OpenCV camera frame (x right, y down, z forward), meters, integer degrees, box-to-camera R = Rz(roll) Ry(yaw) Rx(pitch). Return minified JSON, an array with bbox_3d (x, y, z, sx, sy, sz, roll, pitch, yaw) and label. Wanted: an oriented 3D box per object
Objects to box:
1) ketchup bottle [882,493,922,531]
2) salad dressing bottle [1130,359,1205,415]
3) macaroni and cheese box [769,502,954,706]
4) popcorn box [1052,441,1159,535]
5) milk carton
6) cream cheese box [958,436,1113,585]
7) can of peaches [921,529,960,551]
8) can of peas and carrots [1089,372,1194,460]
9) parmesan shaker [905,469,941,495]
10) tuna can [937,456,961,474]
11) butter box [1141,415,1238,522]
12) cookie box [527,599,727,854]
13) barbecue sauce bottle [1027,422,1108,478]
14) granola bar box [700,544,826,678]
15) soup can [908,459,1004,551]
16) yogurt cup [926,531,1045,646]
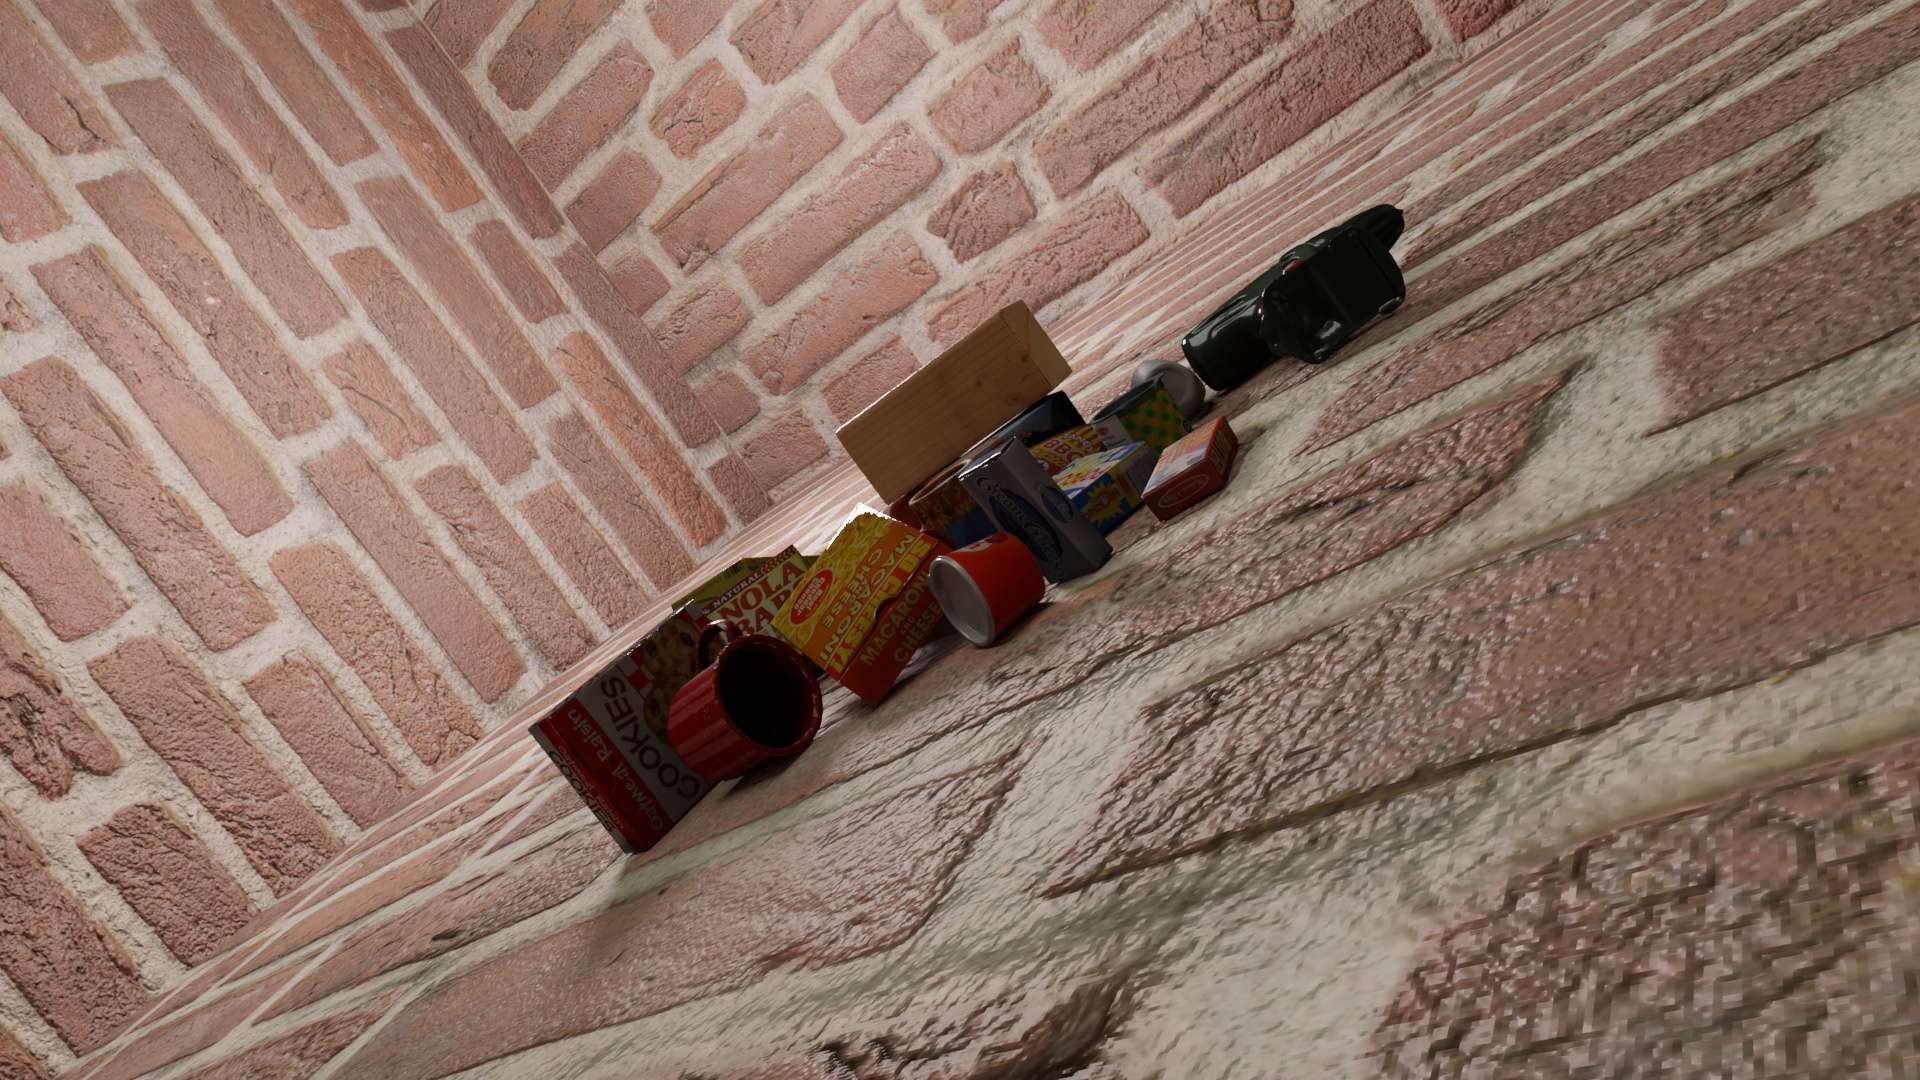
[{"bbox_3d":[-0.062,-0.006,1.449,0.043,0.064,0.148,-24,-3,-15],"label":"ketchup bottle"},{"bbox_3d":[0.182,-0.135,1.227,0.148,0.064,0.044,-43,-25,-81],"label":"salad dressing bottle"},{"bbox_3d":[-0.071,0.043,1.041,0.124,0.040,0.166,-54,26,-6],"label":"macaroni and cheese box"},{"bbox_3d":[0.093,-0.031,1.059,0.085,0.038,0.126,-38,9,-18],"label":"popcorn box"},{"bbox_3d":[0.034,-0.056,1.303,0.191,0.073,0.072,-36,7,-6],"label":"milk carton"},{"bbox_3d":[0.050,-0.018,0.938,0.053,0.103,0.024,-27,19,53],"label":"cream cheese box"},{"bbox_3d":[-0.036,0.028,1.125,0.058,0.071,0.071,-26,12,43],"label":"can of peaches"},{"bbox_3d":[0.148,-0.090,1.104,0.071,0.058,0.071,-34,9,6],"label":"can of peas and carrots"},{"bbox_3d":[-0.030,-0.059,1.465,0.071,0.103,0.071,-35,9,6],"label":"parmesan shaker"},{"bbox_3d":[0.009,-0.053,1.395,0.071,0.071,0.032,-40,11,-31],"label":"tuna can"},{"bbox_3d":[0.160,-0.051,0.961,0.053,0.024,0.104,-32,9,26],"label":"butter box"},{"bbox_3d":[-0.233,0.142,1.081,0.040,0.123,0.168,-29,11,44],"label":"cookie box"},{"bbox_3d":[0.103,-0.070,1.178,0.149,0.043,0.065,-32,50,-29],"label":"barbecue sauce bottle"},{"bbox_3d":[-0.186,0.095,1.223,0.165,0.039,0.124,-35,46,-1],"label":"granola bar box"},{"bbox_3d":[0.004,-0.015,1.159,0.071,0.083,0.071,-35,8,6],"label":"soup can"},{"bbox_3d":[0.020,0.030,0.933,0.054,0.072,0.072,-30,6,-24],"label":"yogurt cup"}]
